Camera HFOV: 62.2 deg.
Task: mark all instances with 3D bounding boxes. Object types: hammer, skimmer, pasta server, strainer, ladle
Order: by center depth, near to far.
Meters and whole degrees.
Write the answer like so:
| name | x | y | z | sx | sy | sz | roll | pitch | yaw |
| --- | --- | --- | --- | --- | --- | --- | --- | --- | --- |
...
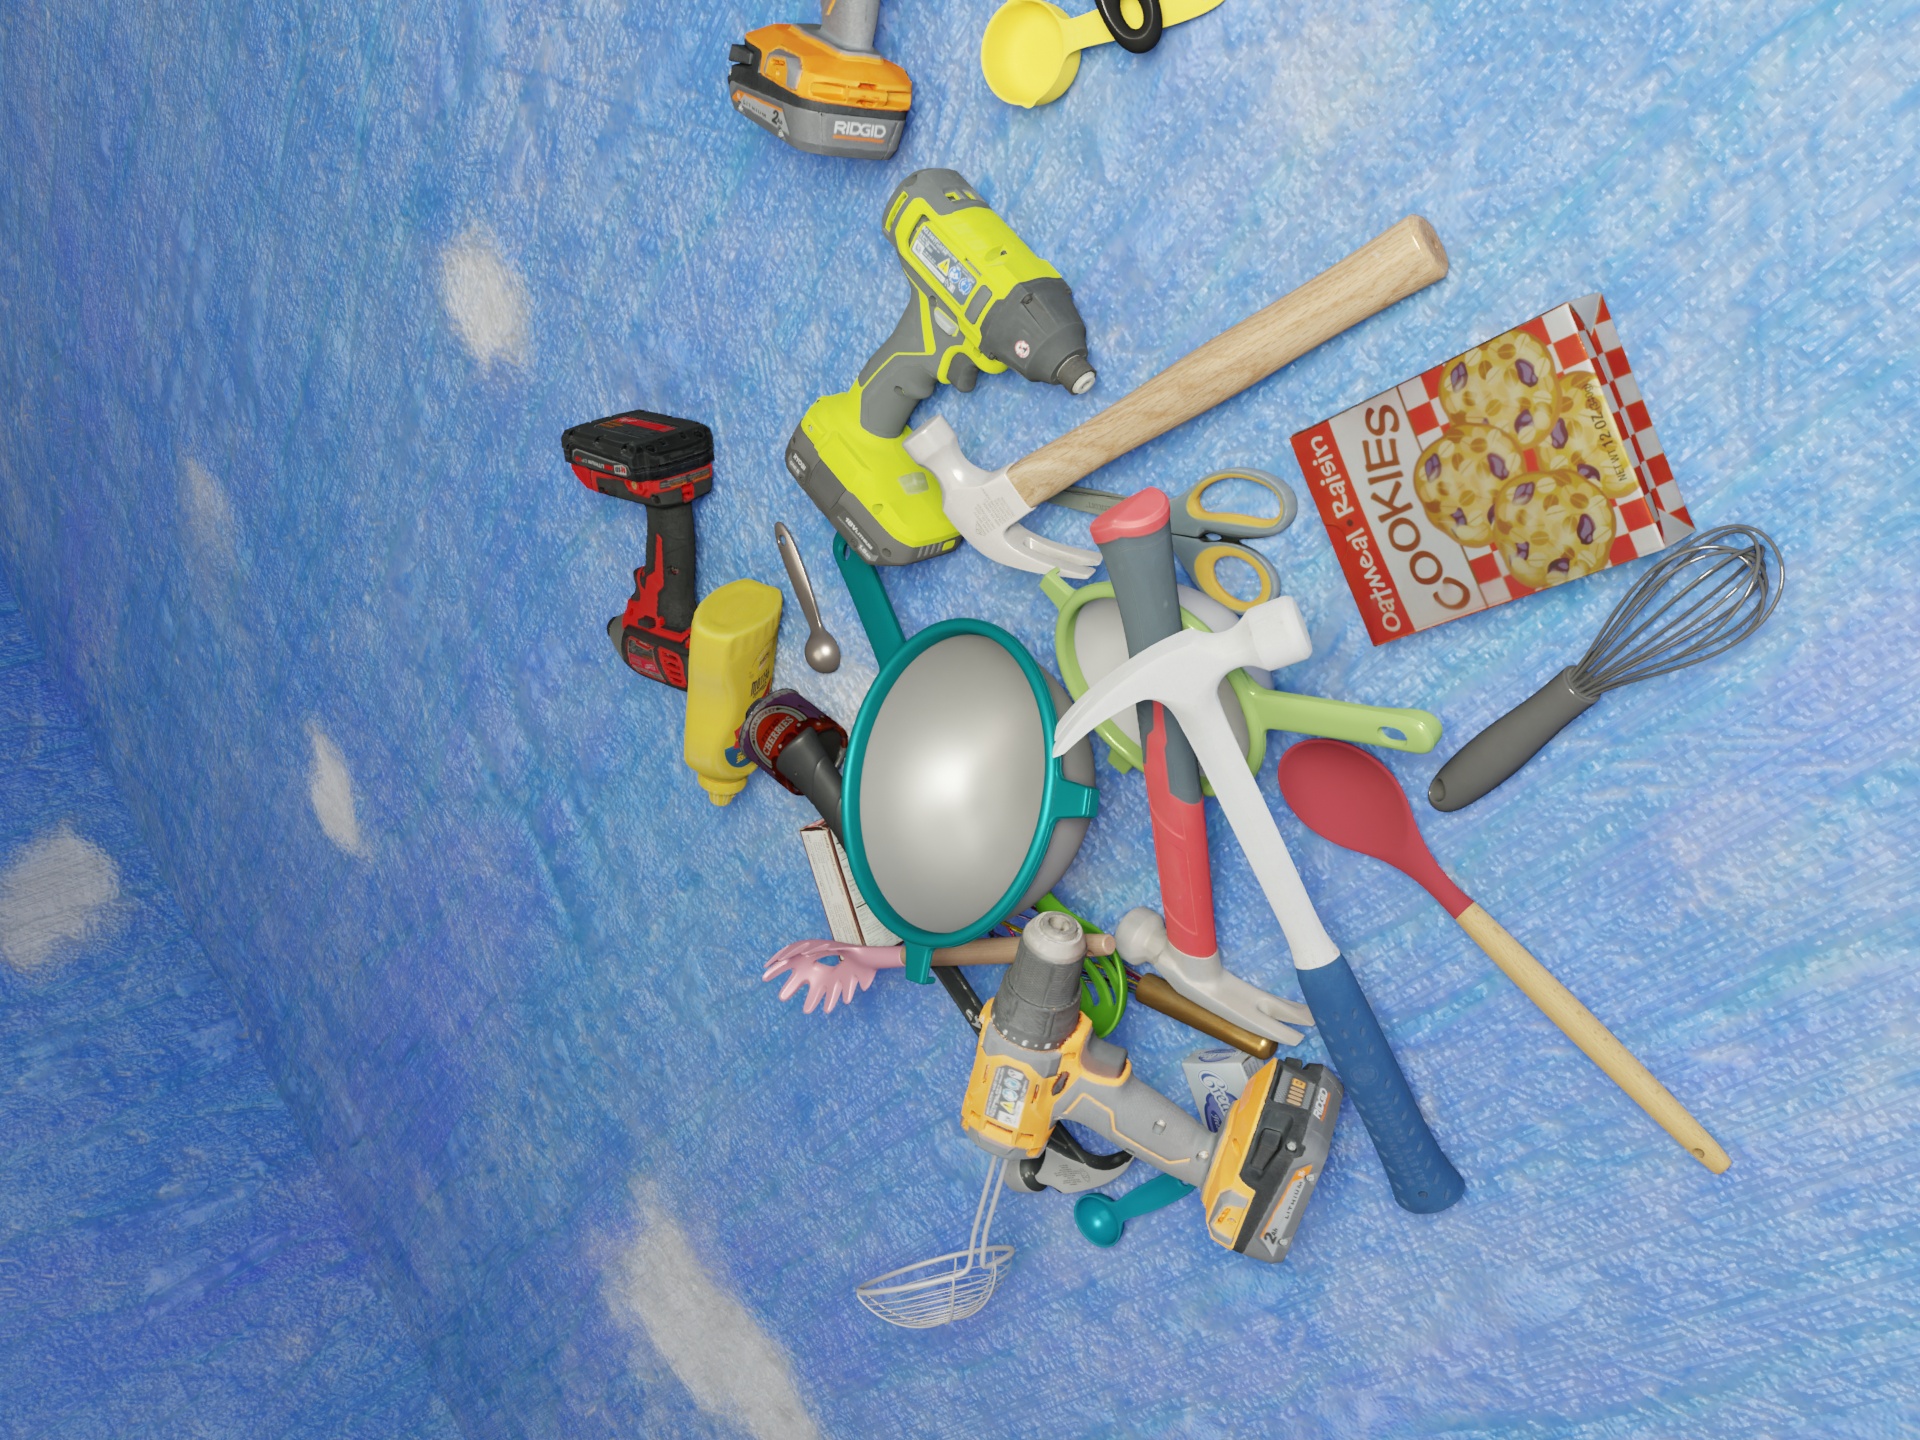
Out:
| name | x | y | z | sx | sy | sz | roll | pitch | yaw |
| --- | --- | --- | --- | --- | --- | --- | --- | --- | --- |
| ladle | 0.299 | 0.124 | 0.881 | 0.316 | 0.031 | 0.069 | 47 | 138 | 18 |
| hammer | 0.189 | 0.125 | 0.885 | 0.144 | 0.035 | 0.405 | -20 | 115 | 19 |
| hammer | 0.119 | -0.178 | 0.887 | 0.331 | 0.031 | 0.130 | -25 | 109 | 39 |
| strainer | 0.168 | -0.025 | 0.903 | 0.256 | 0.069 | 0.151 | 12 | 135 | 46 |
| hammer | 0.134 | 0.038 | 0.914 | 0.143 | 0.038 | 0.385 | 25 | 144 | 36 |
| strainer | -0.002 | -0.003 | 1.074 | 0.211 | 0.095 | 0.341 | -50 | 47 | 31 |
| pasta server | -0.022 | 0.168 | 1.099 | 0.316 | 0.040 | 0.060 | -11 | 125 | 44 |
| hammer | -0.009 | 0.180 | 1.151 | 0.149 | 0.036 | 0.408 | -20 | 107 | 48 |
| skimmer | 0.008 | 0.322 | 1.170 | 0.090 | 0.127 | 0.363 | 49 | 136 | 44 |

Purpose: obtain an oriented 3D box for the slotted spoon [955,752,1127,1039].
| name | x | y | z | sx | sy | sz | roll | pitch | yaw |
| --- | --- | --- | --- | --- | --- | --- | --- | --- | --- |
| slotted spoon | 0.033 | 0.078 | 1.105 | 0.070 | 0.031 | 0.314 | -50 | 60 | 40 |

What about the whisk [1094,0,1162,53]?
| name | x | y | z | sx | sy | sz | roll | pitch | yaw |
| --- | --- | --- | --- | --- | --- | --- | --- | --- | --- |
| whisk | 0.040 | -0.491 | 0.841 | 0.073 | 0.073 | 0.296 | -22 | 93 | 49 |

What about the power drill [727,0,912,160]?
| name | x | y | z | sx | sy | sz | roll | pitch | yaw |
| --- | --- | --- | --- | --- | --- | --- | --- | --- | --- |
| power drill | -0.078 | -0.473 | 0.957 | 0.164 | 0.084 | 0.226 | 46 | 133 | 43 |

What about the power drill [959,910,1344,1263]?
| name | x | y | z | sx | sy | sz | roll | pitch | yaw |
| --- | --- | --- | --- | --- | --- | --- | --- | --- | --- |
| power drill | 0.118 | 0.223 | 0.989 | 0.226 | 0.084 | 0.185 | 20 | 124 | 13 |

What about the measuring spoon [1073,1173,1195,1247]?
| name | x | y | z | sx | sy | sz | roll | pitch | yaw |
| --- | --- | --- | --- | --- | --- | --- | --- | --- | --- |
| measuring spoon | 0.134 | 0.351 | 1.170 | 0.128 | 0.021 | 0.042 | -39 | 77 | 38 |

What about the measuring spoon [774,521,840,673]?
| name | x | y | z | sx | sy | sz | roll | pitch | yaw |
| --- | --- | --- | --- | --- | --- | --- | --- | --- | --- |
| measuring spoon | -0.125 | -0.094 | 1.230 | 0.034 | 0.018 | 0.124 | -15 | 96 | 49 |

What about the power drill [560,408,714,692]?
| name | x | y | z | sx | sy | sz | roll | pitch | yaw |
| --- | --- | --- | --- | --- | --- | --- | --- | --- | --- |
| power drill | -0.255 | -0.136 | 1.307 | 0.143 | 0.078 | 0.219 | 19 | 124 | 40 |

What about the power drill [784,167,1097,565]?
| name | x | y | z | sx | sy | sz | roll | pitch | yaw |
| --- | --- | --- | --- | --- | --- | --- | --- | --- | --- |
| power drill | -0.014 | -0.211 | 1.019 | 0.171 | 0.080 | 0.223 | 51 | 133 | 17 |

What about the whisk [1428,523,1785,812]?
| name | x | y | z | sx | sy | sz | roll | pitch | yaw |
| --- | --- | --- | --- | --- | --- | --- | --- | --- | --- |
| whisk | 0.311 | -0.015 | 0.793 | 0.055 | 0.055 | 0.239 | 54 | 142 | 14 |

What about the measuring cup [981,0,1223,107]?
| name | x | y | z | sx | sy | sz | roll | pitch | yaw |
| --- | --- | --- | --- | --- | --- | --- | --- | --- | --- |
| measuring cup | 0.083 | -0.383 | 0.883 | 0.156 | 0.029 | 0.062 | -2 | 102 | 34 |

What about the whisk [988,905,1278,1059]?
| name | x | y | z | sx | sy | sz | roll | pitch | yaw |
| --- | --- | --- | --- | --- | --- | --- | --- | --- | --- |
| whisk | 0.110 | 0.175 | 1.097 | 0.245 | 0.051 | 0.047 | 21 | 143 | 34 |
